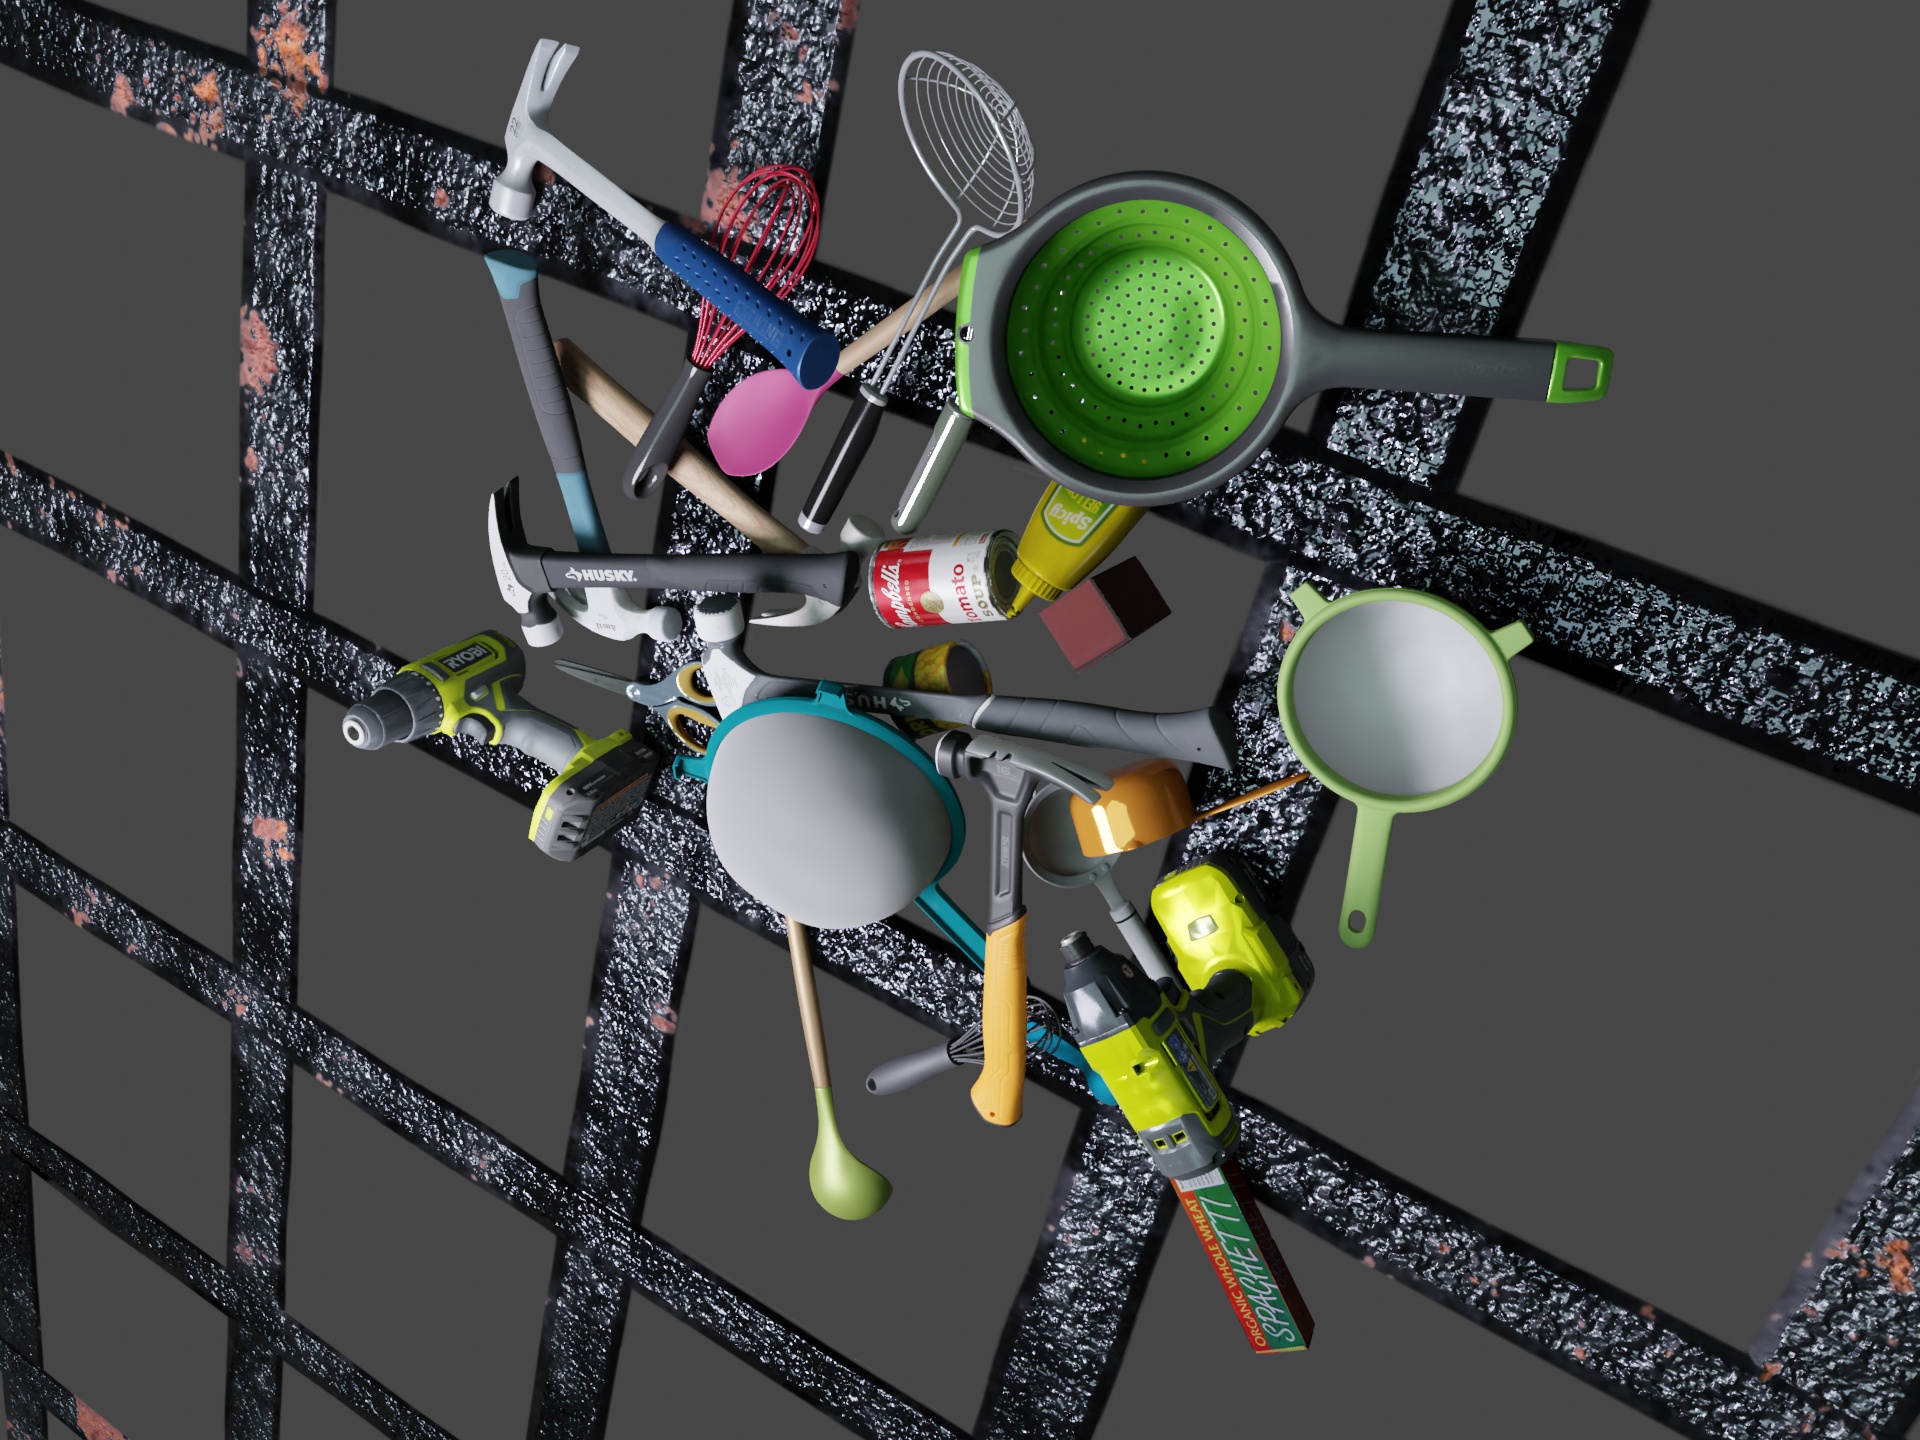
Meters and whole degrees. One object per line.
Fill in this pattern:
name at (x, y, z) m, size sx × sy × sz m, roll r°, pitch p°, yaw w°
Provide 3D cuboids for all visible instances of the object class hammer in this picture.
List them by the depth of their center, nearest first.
hammer at (-0.002, -0.004, 1.156) m, size 0.409 × 0.036 × 0.149 m, roll 7°, pitch 124°, yaw 21°
hammer at (-0.221, -0.361, 1.159) m, size 0.406 × 0.035 × 0.144 m, roll 42°, pitch 123°, yaw 31°
hammer at (0.041, 0.170, 1.182) m, size 0.127 × 0.034 × 0.336 m, roll 15°, pitch 122°, yaw 25°
hammer at (-0.232, -0.123, 1.265) m, size 0.335 × 0.035 × 0.146 m, roll 3°, pitch 125°, yaw 24°
hammer at (-0.213, -0.197, 1.284) m, size 0.331 × 0.031 × 0.130 m, roll 40°, pitch 122°, yaw 12°
hammer at (-0.322, -0.218, 1.303) m, size 0.128 × 0.033 × 0.330 m, roll 7°, pitch 123°, yaw 30°

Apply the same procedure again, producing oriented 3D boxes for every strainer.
strainer at (0.287, 0.028, 1.060) m, size 0.151 × 0.069 × 0.256 m, roll 13°, pitch 115°, yaw 23°
strainer at (-0.068, 0.132, 1.216) m, size 0.211 × 0.095 × 0.340 m, roll -25°, pitch 118°, yaw 39°
strainer at (0.118, 0.140, 1.216) m, size 0.087 × 0.050 × 0.258 m, roll -33°, pitch 97°, yaw -9°

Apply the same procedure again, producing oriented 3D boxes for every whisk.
whisk at (0.004, -0.230, 1.140) m, size 0.059 × 0.058 × 0.246 m, roll 21°, pitch 127°, yaw -13°
whisk at (-0.187, -0.286, 1.202) m, size 0.073 × 0.073 × 0.295 m, roll 40°, pitch 118°, yaw 11°
whisk at (-0.003, 0.281, 1.331) m, size 0.239 × 0.055 × 0.055 m, roll -30°, pitch 92°, yaw 42°

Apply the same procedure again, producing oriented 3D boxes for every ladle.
ladle at (-0.120, 0.295, 1.417) m, size 0.078 × 0.062 × 0.320 m, roll -4°, pitch 99°, yaw 32°

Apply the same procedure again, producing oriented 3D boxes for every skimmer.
skimmer at (-0.055, -0.275, 1.093) m, size 0.127 × 0.090 × 0.363 m, roll 47°, pitch 126°, yaw 23°

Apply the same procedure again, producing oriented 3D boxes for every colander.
colander at (0.199, -0.239, 1.010) m, size 0.397 × 0.094 × 0.204 m, roll 6°, pitch 112°, yaw 9°

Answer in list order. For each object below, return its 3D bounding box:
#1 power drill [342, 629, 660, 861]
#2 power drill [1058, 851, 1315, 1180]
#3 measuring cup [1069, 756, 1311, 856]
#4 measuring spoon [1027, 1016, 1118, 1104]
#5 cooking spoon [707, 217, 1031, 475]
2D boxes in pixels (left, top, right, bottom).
power drill at (-0.396, 0.020, 1.379) m, size 0.228 × 0.190 × 0.080 m, roll 33°, pitch 121°, yaw 10°
power drill at (0.155, 0.186, 1.100) m, size 0.080 × 0.223 × 0.171 m, roll -31°, pitch 91°, yaw 34°
measuring cup at (0.161, 0.046, 1.143) m, size 0.173 × 0.095 × 0.052 m, roll -21°, pitch 93°, yaw 15°
measuring spoon at (0.083, 0.275, 1.297) m, size 0.129 × 0.021 × 0.042 m, roll 28°, pitch 120°, yaw 19°
cooking spoon at (-0.070, -0.273, 1.167) m, size 0.319 × 0.017 × 0.069 m, roll -28°, pitch 84°, yaw 30°
